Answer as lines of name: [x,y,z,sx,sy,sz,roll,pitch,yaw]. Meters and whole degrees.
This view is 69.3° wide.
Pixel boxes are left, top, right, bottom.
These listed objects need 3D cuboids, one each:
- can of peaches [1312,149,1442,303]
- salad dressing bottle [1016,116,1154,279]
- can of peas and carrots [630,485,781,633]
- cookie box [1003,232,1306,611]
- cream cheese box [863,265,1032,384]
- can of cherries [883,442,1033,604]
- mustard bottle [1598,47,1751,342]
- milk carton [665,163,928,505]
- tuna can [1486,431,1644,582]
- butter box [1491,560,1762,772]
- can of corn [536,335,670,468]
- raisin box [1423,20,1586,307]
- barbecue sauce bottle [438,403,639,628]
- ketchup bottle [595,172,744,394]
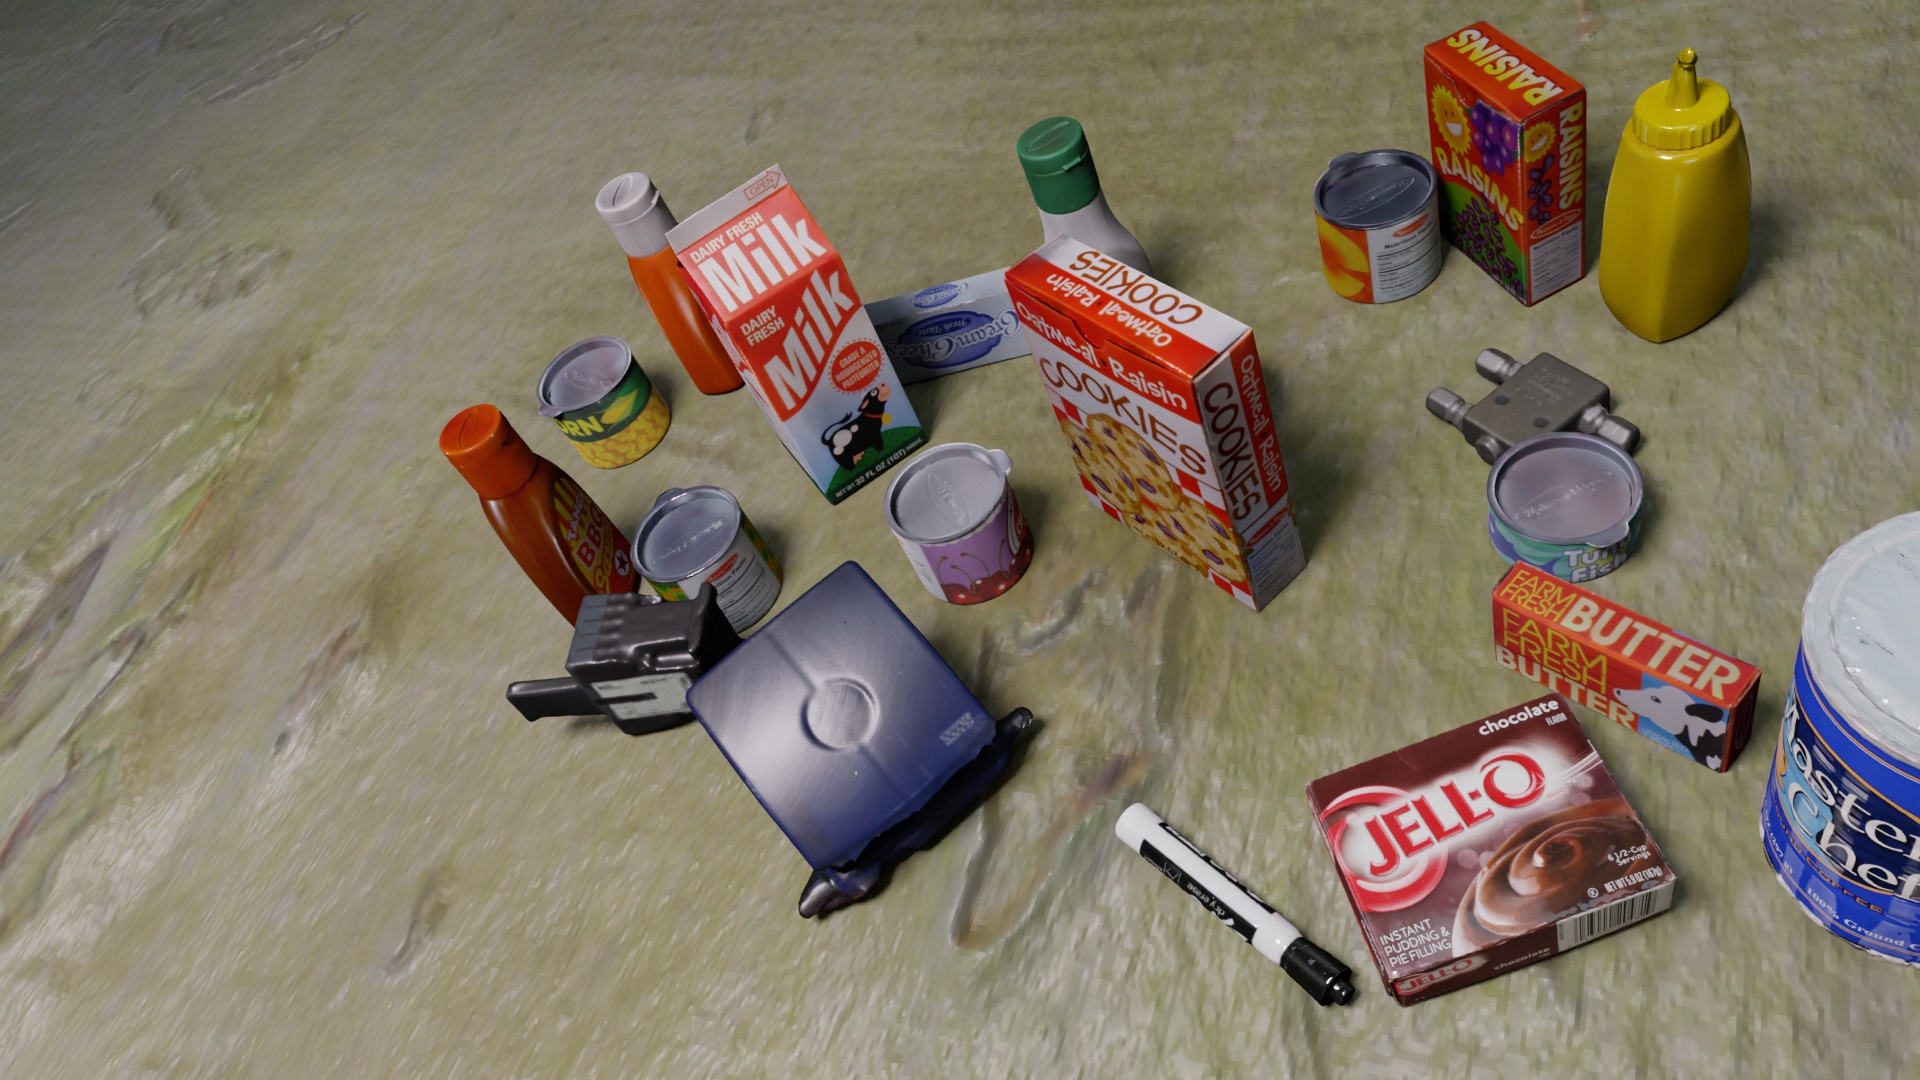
can of peaches: [0.233,-0.176,0.778,0.071,0.057,0.071,-12,49,14]
salad dressing bottle: [0.070,-0.166,0.777,0.064,0.147,0.044,-35,47,-7]
can of peas and carrots: [-0.142,0.011,0.778,0.071,0.058,0.071,-12,49,14]
cookie box: [0.094,-0.054,0.659,0.040,0.166,0.123,-42,49,-13]
cream cheese box: [-0.006,-0.128,0.841,0.104,0.053,0.024,-12,49,13]
can of cherries: [0.003,-0.009,0.734,0.071,0.058,0.072,-12,49,14]
mustard bottle: [0.339,-0.167,0.656,0.065,0.159,0.049,-32,47,-4]
milk carton: [-0.092,-0.116,0.774,0.072,0.189,0.074,-35,47,-7]
tuna can: [0.279,-0.014,0.639,0.071,0.032,0.071,-12,49,14]
butter box: [0.271,0.051,0.574,0.024,0.053,0.104,-45,50,-16]
can of corn: [-0.231,-0.087,0.898,0.071,0.058,0.071,-12,49,14]
raisin box: [0.285,-0.196,0.728,0.040,0.123,0.086,-27,47,0]
barbecue sauce bottle: [-0.233,-0.014,0.776,0.043,0.148,0.065,-12,49,14]
ketchup bottle: [-0.177,-0.163,0.877,0.043,0.148,0.065,-7,50,18]
